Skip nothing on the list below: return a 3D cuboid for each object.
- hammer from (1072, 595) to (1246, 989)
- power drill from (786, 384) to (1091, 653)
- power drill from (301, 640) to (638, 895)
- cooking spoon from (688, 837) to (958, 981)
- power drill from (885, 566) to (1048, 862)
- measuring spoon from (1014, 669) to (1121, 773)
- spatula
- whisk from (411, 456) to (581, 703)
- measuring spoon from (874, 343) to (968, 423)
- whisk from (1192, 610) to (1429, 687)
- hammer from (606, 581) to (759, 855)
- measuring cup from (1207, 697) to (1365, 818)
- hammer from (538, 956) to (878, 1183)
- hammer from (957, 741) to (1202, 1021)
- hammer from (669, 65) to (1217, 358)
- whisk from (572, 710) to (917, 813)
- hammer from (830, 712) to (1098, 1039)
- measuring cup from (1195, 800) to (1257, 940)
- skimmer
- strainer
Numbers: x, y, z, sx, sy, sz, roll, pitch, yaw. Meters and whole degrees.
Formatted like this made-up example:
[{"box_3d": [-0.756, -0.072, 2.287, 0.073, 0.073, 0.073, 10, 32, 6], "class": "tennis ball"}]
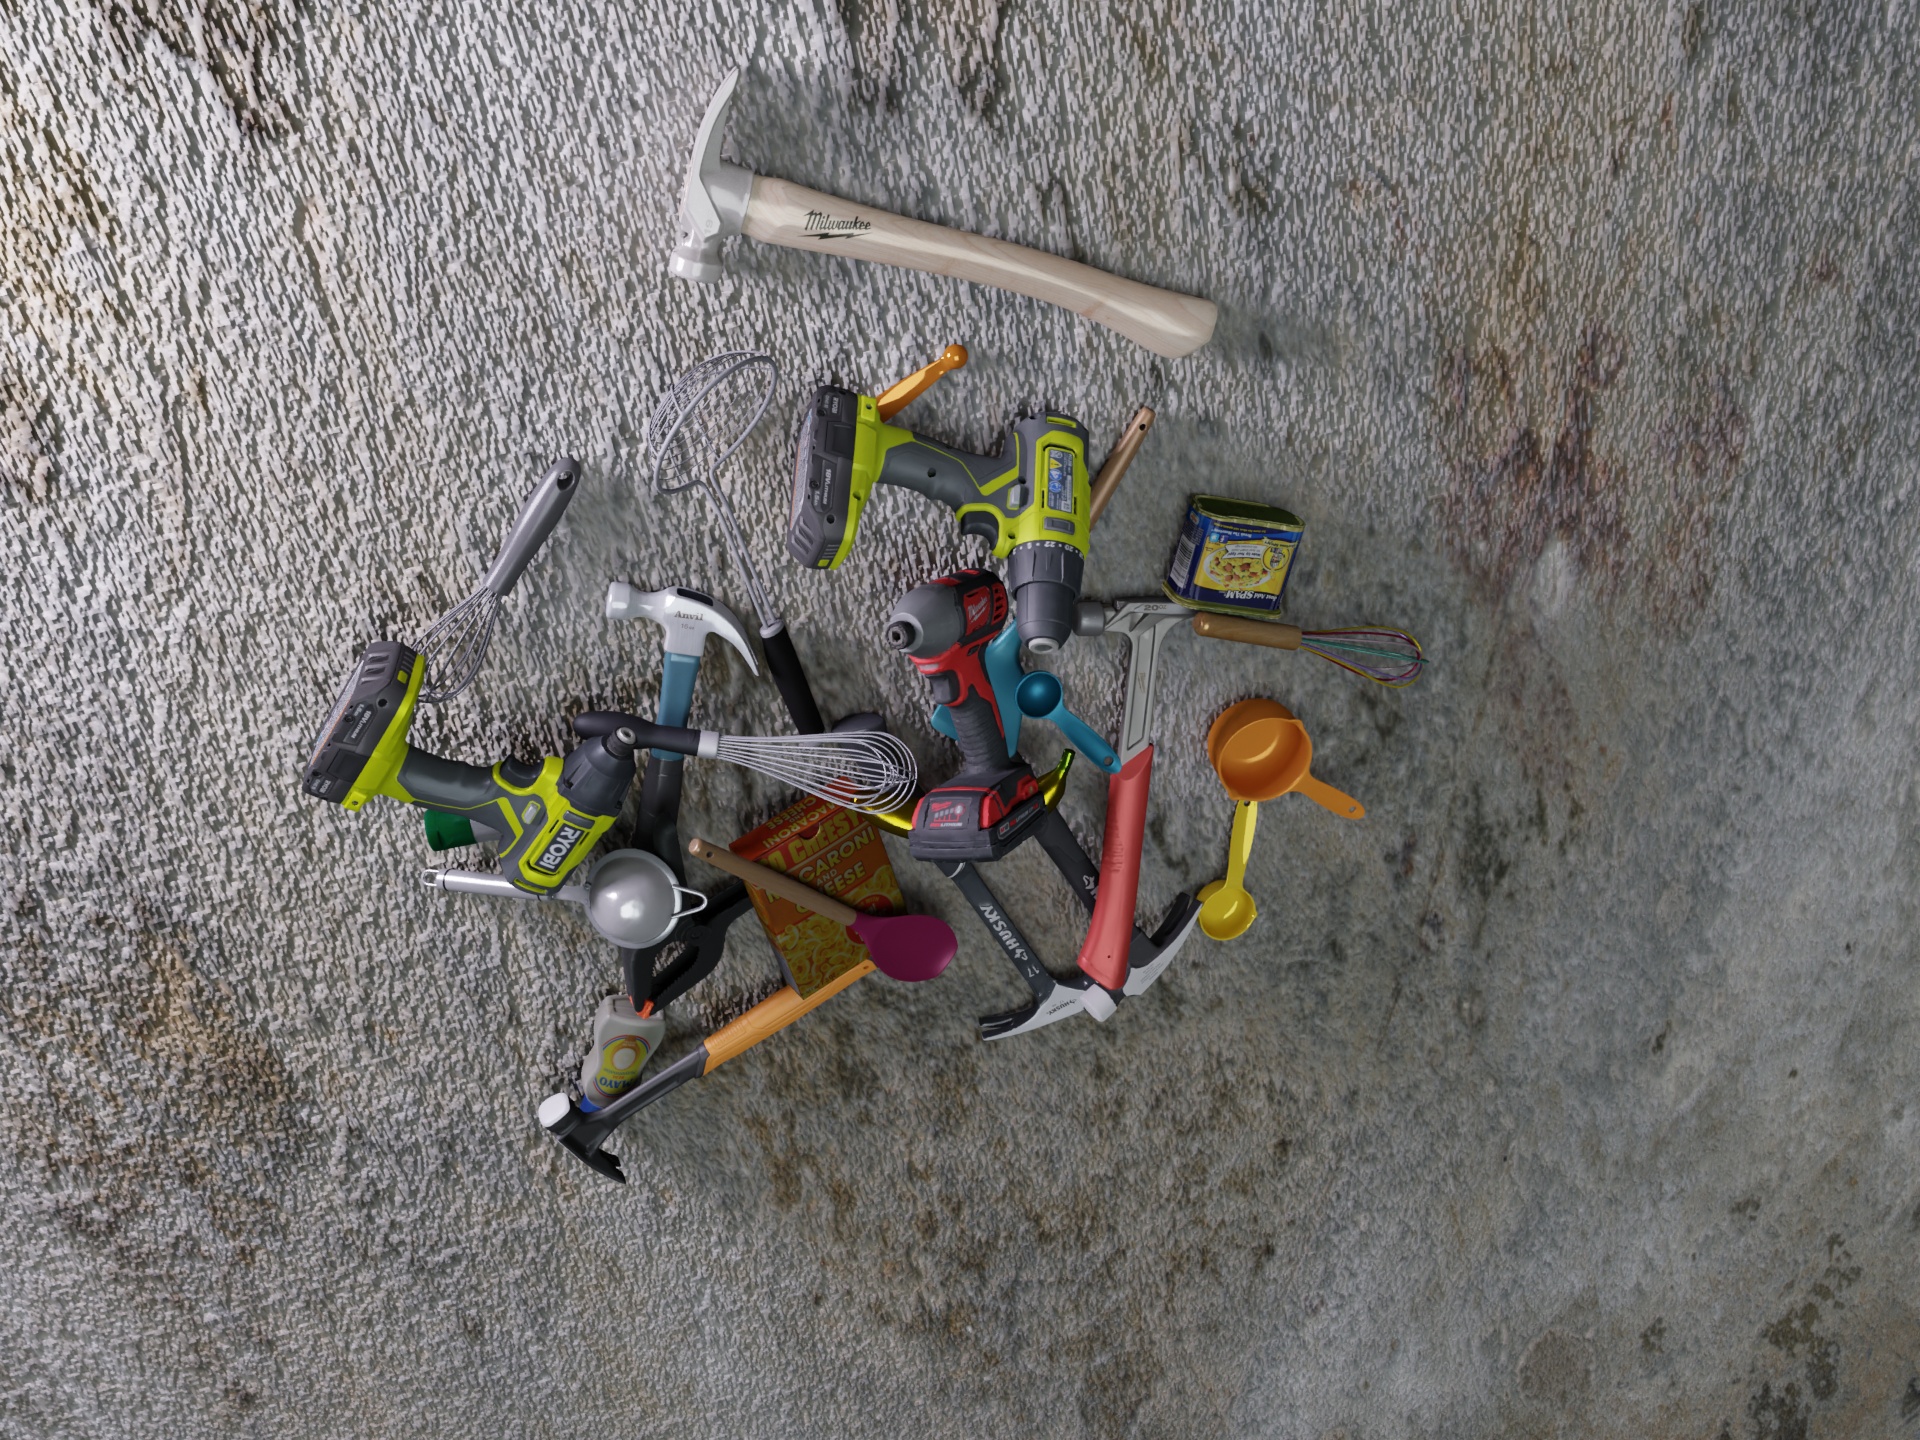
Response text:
[{"box_3d": [0.157, 0.068, 1.406, 0.149, 0.037, 0.359, 1, 107, -11], "class": "hammer"}, {"box_3d": [-0.010, -0.154, 1.201, 0.228, 0.191, 0.080, 9, 157, -15], "class": "power drill"}, {"box_3d": [-0.375, 0.034, 1.238, 0.223, 0.080, 0.171, 26, 121, -26], "class": "power drill"}, {"box_3d": [-0.113, 0.162, 1.379, 0.318, 0.017, 0.069, 32, 96, -42], "class": "cooking spoon"}, {"box_3d": [-0.002, -0.004, 1.265, 0.078, 0.143, 0.219, -3, 103, 29], "class": "power drill"}, {"box_3d": [0.092, 0.002, 1.352, 0.042, 0.021, 0.128, -46, 115, 3], "class": "measuring spoon"}, {"box_3d": [0.079, -0.116, 1.320, 0.082, 0.044, 0.317, 23, 112, -18], "class": "spatula"}, {"box_3d": [-0.363, -0.107, 1.236, 0.055, 0.055, 0.239, 30, 106, -25], "class": "whisk"}, {"box_3d": [-0.043, -0.252, 1.233, 0.117, 0.011, 0.021, -34, 121, 9], "class": "measuring spoon"}, {"box_3d": [0.307, -0.064, 1.374, 0.244, 0.051, 0.047, 7, 112, -25], "class": "whisk"}, {"box_3d": [-0.252, 0.040, 1.350, 0.128, 0.033, 0.330, 7, 119, -14], "class": "hammer"}, {"box_3d": [0.300, 0.041, 1.454, 0.173, 0.052, 0.095, 28, 111, -27], "class": "measuring cup"}, {"box_3d": [-0.219, 0.309, 1.487, 0.337, 0.034, 0.127, -33, 132, -2], "class": "hammer"}, {"box_3d": [0.100, 0.116, 1.450, 0.146, 0.035, 0.334, -40, 116, -12], "class": "hammer"}, {"box_3d": [0.003, -0.351, 1.171, 0.410, 0.038, 0.146, 10, 116, -17], "class": "hammer"}, {"box_3d": [-0.174, 0.024, 1.305, 0.284, 0.070, 0.070, 10, 118, -9], "class": "whisk"}, {"box_3d": [0.000, 0.146, 1.464, 0.149, 0.036, 0.408, -30, 121, 8], "class": "hammer"}, {"box_3d": [0.259, 0.134, 1.521, 0.062, 0.029, 0.156, 3, 108, -15], "class": "measuring cup"}, {"box_3d": [-0.149, -0.116, 1.245, 0.127, 0.090, 0.362, -44, 133, -32], "class": "skimmer"}, {"box_3d": [-0.343, 0.146, 1.344, 0.258, 0.050, 0.087, 4, 99, 15], "class": "strainer"}]
